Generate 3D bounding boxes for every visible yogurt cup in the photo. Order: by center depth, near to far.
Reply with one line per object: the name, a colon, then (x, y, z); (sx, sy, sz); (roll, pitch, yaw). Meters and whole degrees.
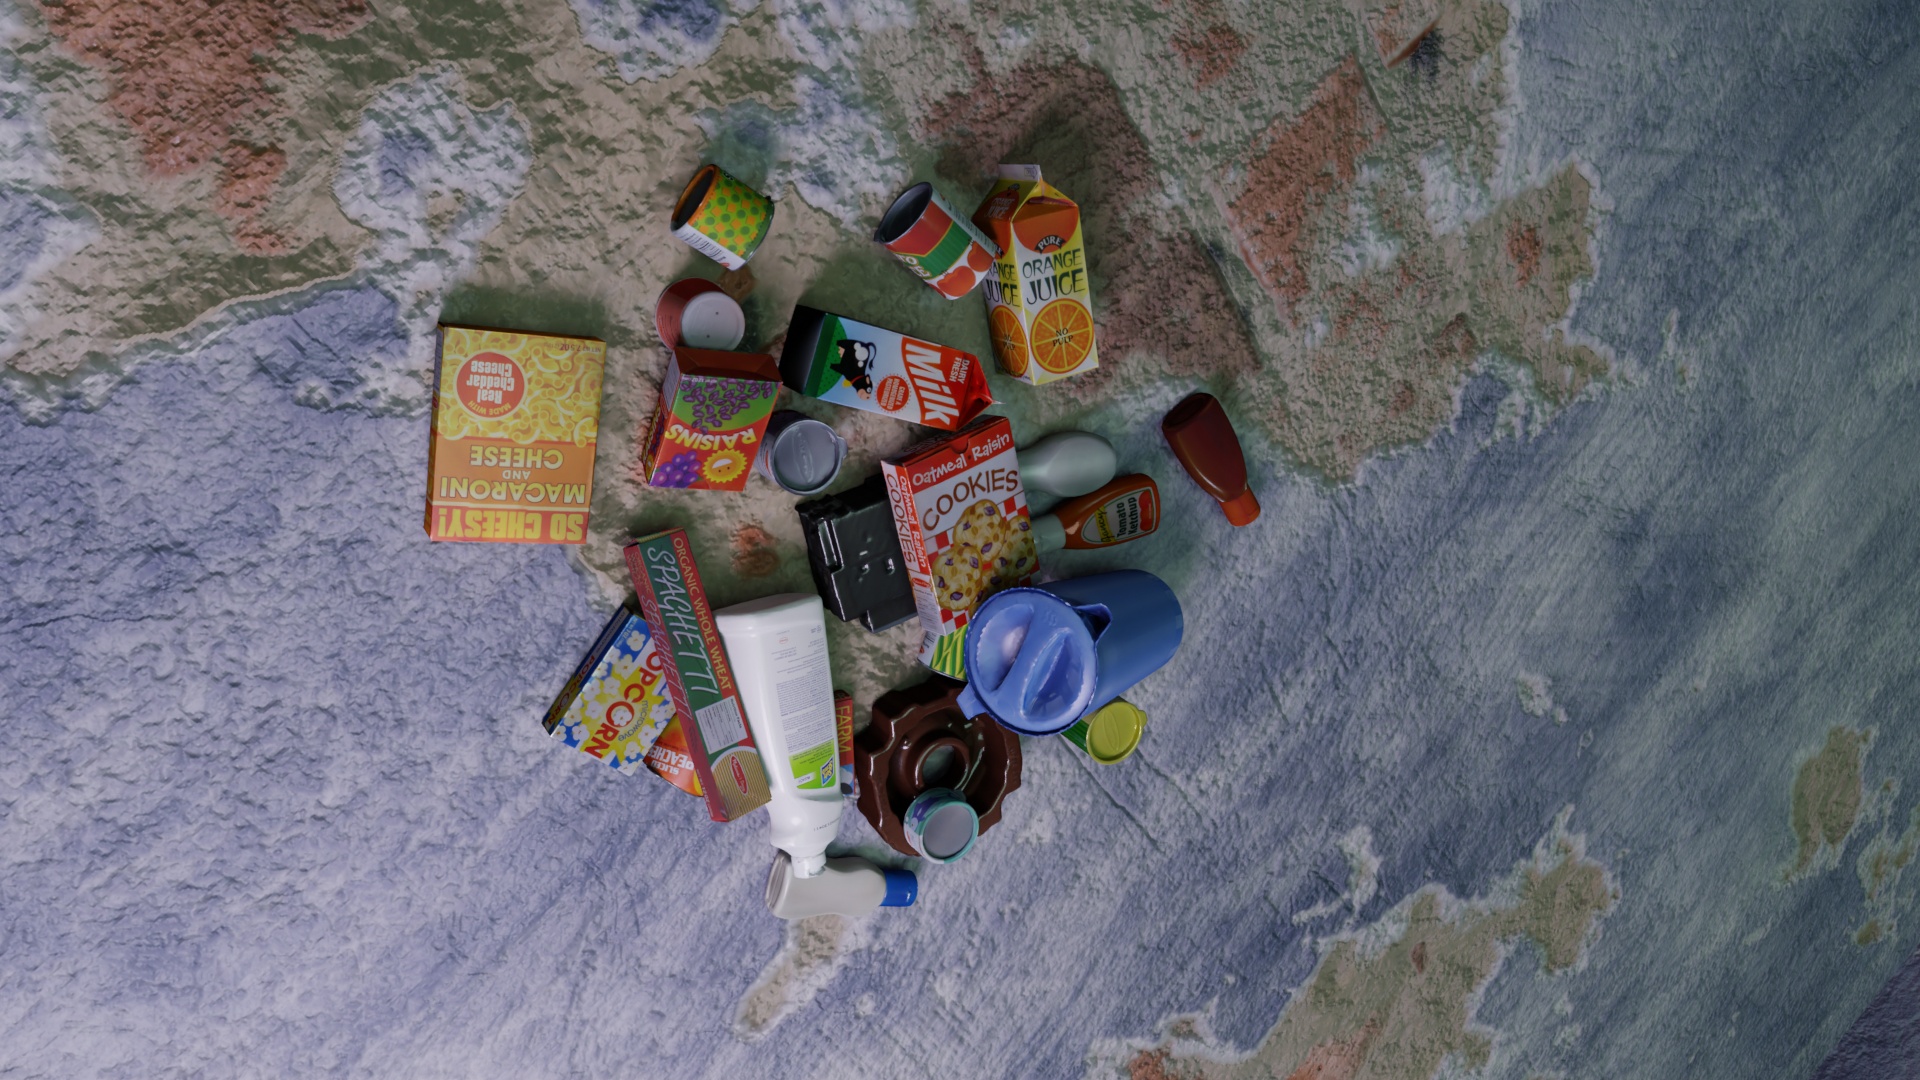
yogurt cup: (-0.211, -0.180, 1.140); (0.072, 0.054, 0.072); (-8, 107, -26)

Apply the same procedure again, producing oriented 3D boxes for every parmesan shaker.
parmesan shaker: (0.130, 0.174, 1.399); (0.071, 0.103, 0.071); (-8, 109, -26)

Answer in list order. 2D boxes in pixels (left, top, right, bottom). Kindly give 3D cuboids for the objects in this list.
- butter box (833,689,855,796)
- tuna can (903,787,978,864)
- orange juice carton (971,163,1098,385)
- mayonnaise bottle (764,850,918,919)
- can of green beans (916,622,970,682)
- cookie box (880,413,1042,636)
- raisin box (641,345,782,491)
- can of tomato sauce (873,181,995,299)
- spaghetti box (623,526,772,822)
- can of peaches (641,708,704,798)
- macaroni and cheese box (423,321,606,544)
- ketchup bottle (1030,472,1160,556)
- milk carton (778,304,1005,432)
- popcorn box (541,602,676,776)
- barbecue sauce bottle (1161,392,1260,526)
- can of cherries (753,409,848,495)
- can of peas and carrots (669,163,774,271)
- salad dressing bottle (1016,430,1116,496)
butter box: (-0.128, 0.196, 1.311); (0.053, 0.024, 0.103); (-8, 108, -25)
tuna can: (-0.016, 0.270, 1.322); (0.071, 0.033, 0.071); (-8, 107, -27)
orange juice carton: (0.066, -0.245, 1.260); (0.073, 0.072, 0.192); (-19, 113, -23)
mayonnaise bottle: (-0.113, 0.336, 1.351); (0.148, 0.041, 0.064); (11, 101, -32)
can of green beans: (-0.001, 0.097, 1.327); (0.071, 0.071, 0.057); (17, 96, -31)
cookie box: (0.004, -0.016, 1.251); (0.123, 0.040, 0.166); (-27, 115, -33)
raisin box: (-0.206, -0.097, 1.143); (0.086, 0.040, 0.122); (1, 135, -30)
can of tomato sauce: (-0.022, -0.259, 1.213); (0.083, 0.071, 0.071); (37, 86, -32)
spaghetti box: (-0.222, 0.113, 1.177); (0.050, 0.028, 0.250); (-20, 93, -43)
can of peaches: (-0.238, 0.184, 1.222); (0.071, 0.071, 0.058); (36, 86, -31)
macaroni and cheese box: (-0.353, -0.083, 1.099); (0.124, 0.040, 0.166); (2, 103, -29)
ketchup bottle: (0.126, -0.020, 1.375); (0.149, 0.043, 0.064); (-17, 117, -23)
milk carton: (-0.056, -0.146, 1.223); (0.191, 0.072, 0.073); (11, 99, -31)
popcorn box: (-0.287, 0.129, 1.197); (0.085, 0.038, 0.127); (36, 86, -32)
barbecue sauce bottle: (0.265, -0.079, 1.433); (0.065, 0.044, 0.148); (-42, 120, -11)
can of cherries: (-0.141, -0.077, 1.205); (0.072, 0.058, 0.071); (-8, 107, -26)
can of peas and carrots: (-0.191, -0.263, 1.120); (0.058, 0.071, 0.071); (29, 90, -31)
salad dressing bottle: (0.076, -0.070, 1.335); (0.148, 0.044, 0.064); (-8, 109, -24)
